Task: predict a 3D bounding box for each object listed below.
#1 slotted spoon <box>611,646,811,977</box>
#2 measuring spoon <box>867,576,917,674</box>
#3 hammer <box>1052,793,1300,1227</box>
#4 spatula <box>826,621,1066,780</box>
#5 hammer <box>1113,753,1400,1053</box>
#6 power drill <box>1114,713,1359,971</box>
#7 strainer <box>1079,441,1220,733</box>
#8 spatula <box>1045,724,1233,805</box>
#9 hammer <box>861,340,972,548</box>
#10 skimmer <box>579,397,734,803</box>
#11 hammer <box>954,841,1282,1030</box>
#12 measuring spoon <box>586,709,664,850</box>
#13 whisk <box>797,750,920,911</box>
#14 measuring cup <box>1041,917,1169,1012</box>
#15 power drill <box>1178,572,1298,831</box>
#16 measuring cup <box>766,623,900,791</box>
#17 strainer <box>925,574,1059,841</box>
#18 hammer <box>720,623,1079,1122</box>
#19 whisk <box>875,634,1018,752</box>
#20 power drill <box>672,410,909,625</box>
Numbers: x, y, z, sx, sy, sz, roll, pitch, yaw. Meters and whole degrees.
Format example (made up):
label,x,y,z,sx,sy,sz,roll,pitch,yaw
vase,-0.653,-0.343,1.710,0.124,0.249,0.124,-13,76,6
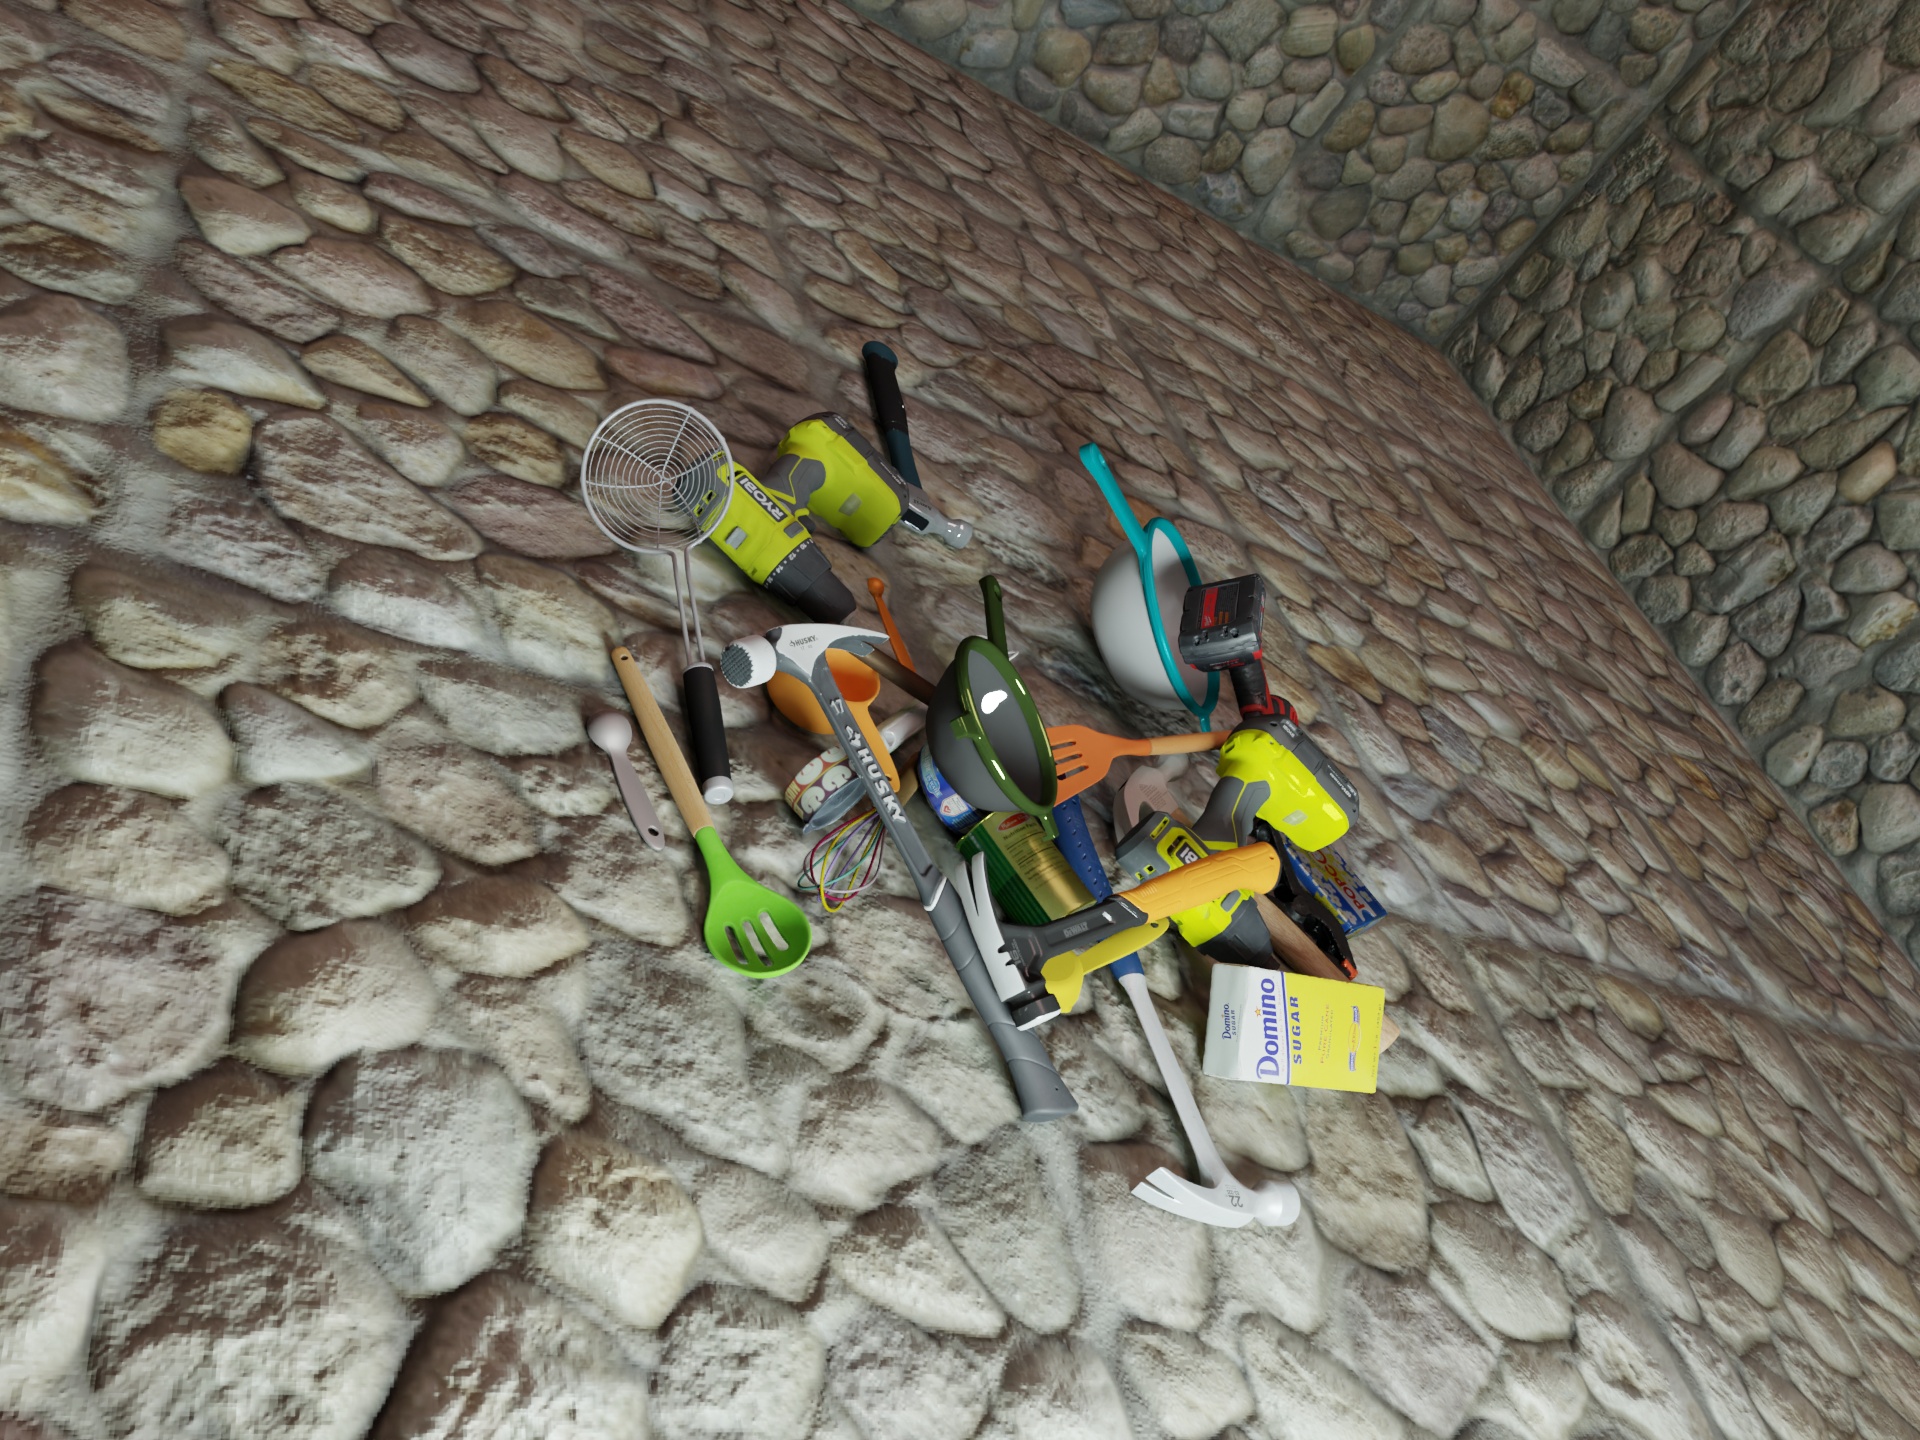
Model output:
label,x,y,z,sx,sy,sz,roll,pitch,yaw
slotted spoon,-0.190,0.060,1.134,0.070,0.031,0.314,-17,55,-23
measuring spoon,-0.055,-0.075,1.422,0.021,0.011,0.117,-30,99,-63
hammer,0.138,0.216,1.280,0.144,0.035,0.406,14,39,-36
spatula,-0.002,-0.004,1.368,0.315,0.018,0.060,34,31,-38
hammer,0.267,0.171,1.440,0.331,0.031,0.130,46,49,10
power drill,0.255,0.110,1.409,0.171,0.080,0.223,46,52,0
strainer,0.163,-0.139,1.611,0.340,0.095,0.211,55,31,-38
spatula,0.182,0.028,1.463,0.322,0.041,0.081,-4,57,-39
hammer,-0.070,-0.315,1.738,0.128,0.033,0.331,22,35,-29
skimmer,-0.222,-0.101,1.246,0.127,0.090,0.364,-15,53,-2
hammer,0.139,0.134,1.231,0.336,0.034,0.127,-11,72,-44
measuring spoon,-0.232,0.039,1.127,0.034,0.018,0.124,4,47,-45
whisk,-0.067,0.081,1.238,0.047,0.051,0.245,58,25,-10
measuring cup,0.106,0.178,1.244,0.156,0.029,0.062,-22,50,-30
power drill,0.293,-0.014,1.625,0.188,0.080,0.226,-72,145,-50
measuring cup,-0.099,0.002,1.286,0.095,0.052,0.174,4,48,-44
strainer,0.010,-0.022,1.283,0.151,0.069,0.257,50,24,-38
hammer,-0.026,0.107,1.157,0.149,0.036,0.409,-21,79,-51
whisk,-0.016,-0.020,1.409,0.246,0.059,0.057,-38,107,-54
power drill,-0.137,-0.186,1.461,0.190,0.080,0.228,44,33,-2
